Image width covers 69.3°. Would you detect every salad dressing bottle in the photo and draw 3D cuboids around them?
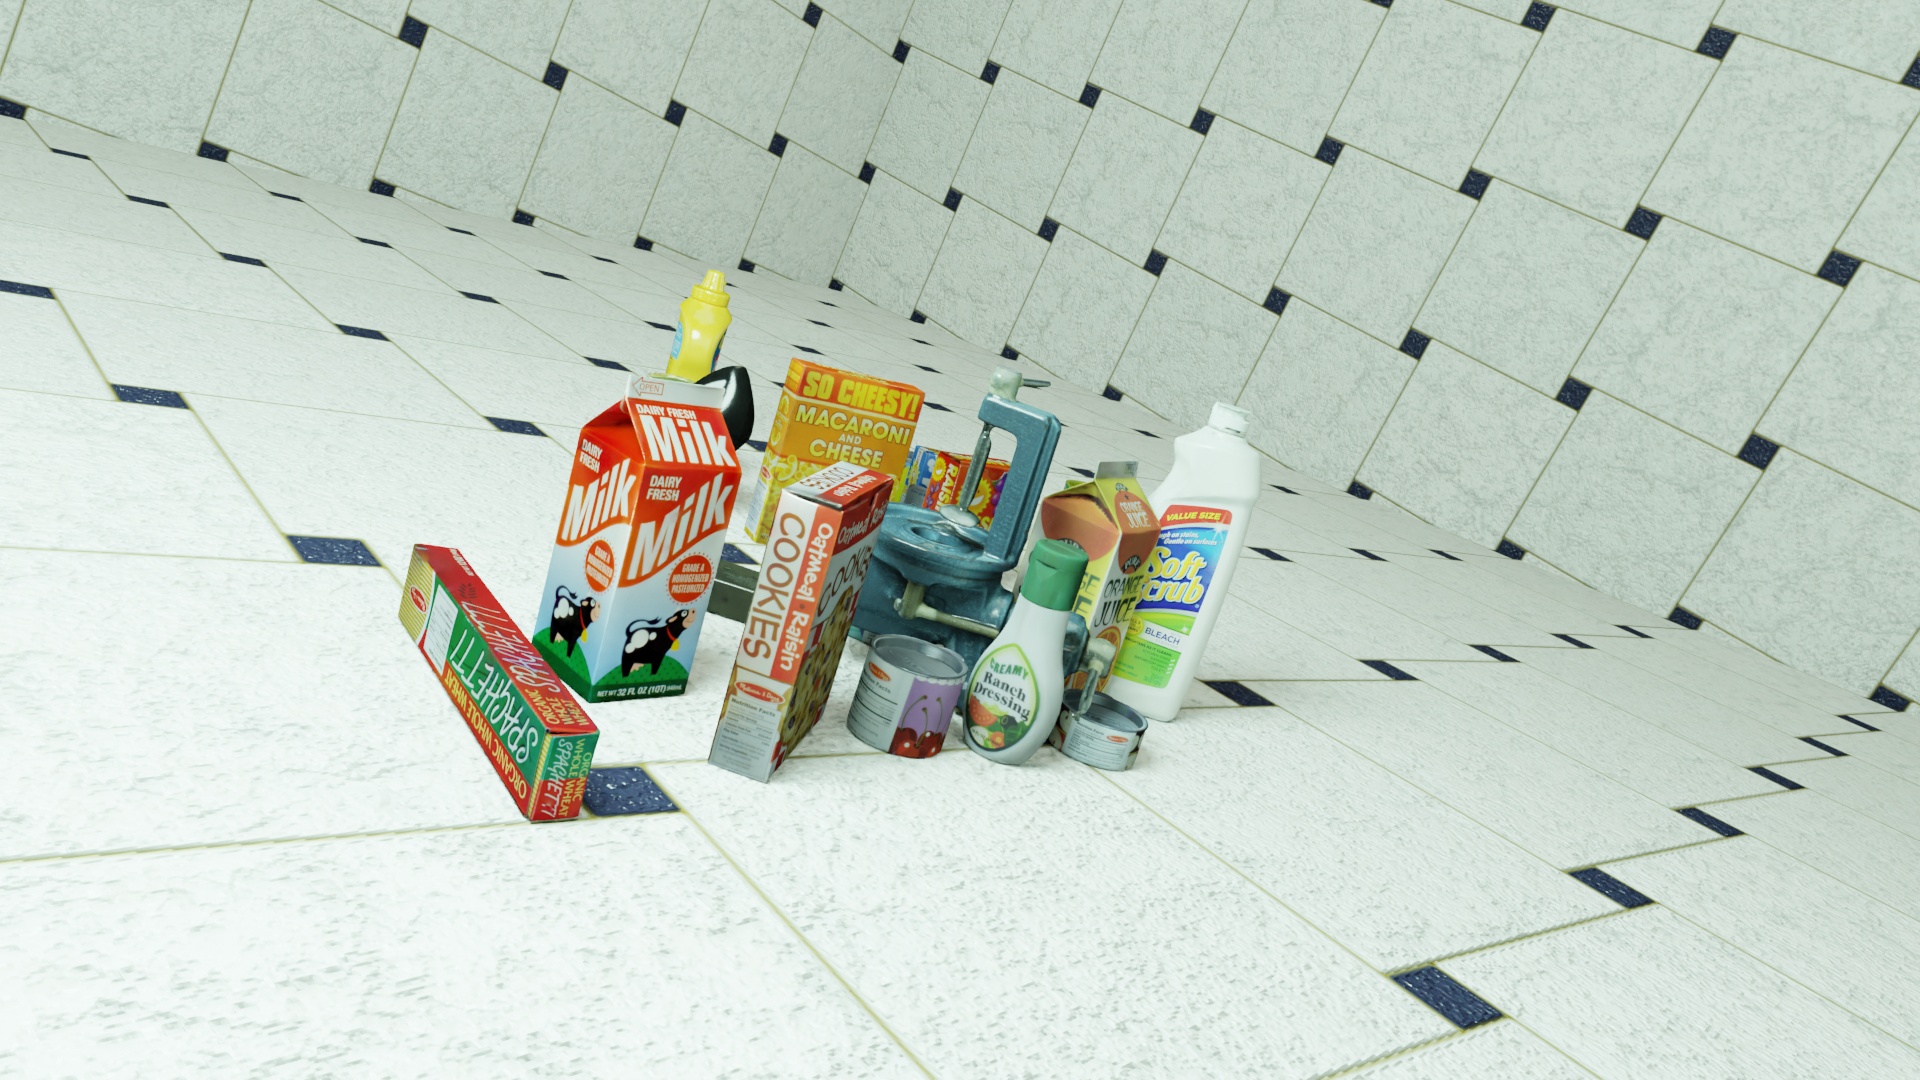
[{"bbox_3d":[0.045,0.073,0.916,0.064,0.147,0.044,25,14,29],"label":"salad dressing bottle"}]

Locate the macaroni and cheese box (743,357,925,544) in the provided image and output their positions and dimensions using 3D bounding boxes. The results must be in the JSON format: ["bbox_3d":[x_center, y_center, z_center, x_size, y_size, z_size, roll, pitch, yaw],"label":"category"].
[{"bbox_3d":[-0.115,-0.072,1.261,0.124,0.166,0.040,10,15,-29],"label":"macaroni and cheese box"}]

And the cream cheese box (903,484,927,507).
[{"bbox_3d":[-0.010,-0.015,1.411,0.104,0.053,0.024,19,13,8],"label":"cream cheese box"}]

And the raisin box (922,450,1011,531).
[{"bbox_3d":[0.005,-0.016,1.280,0.086,0.123,0.040,6,17,-40],"label":"raisin box"}]

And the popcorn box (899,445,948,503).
[{"bbox_3d":[0.002,-0.047,1.486,0.127,0.085,0.038,10,15,-28],"label":"popcorn box"}]

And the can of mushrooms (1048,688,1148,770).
[{"bbox_3d":[0.097,0.133,0.985,0.071,0.033,0.071,16,13,-4],"label":"can of mushrooms"}]

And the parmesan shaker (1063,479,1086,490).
[{"bbox_3d":[0.122,-0.004,1.422,0.071,0.102,0.071,17,13,-4],"label":"parmesan shaker"}]

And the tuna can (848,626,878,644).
[{"bbox_3d":[-0.066,0.057,1.092,0.071,0.032,0.071,16,13,-4],"label":"tuna can"}]

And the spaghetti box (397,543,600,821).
[{"bbox_3d":[-0.258,0.070,0.757,0.029,0.050,0.250,7,17,-39],"label":"spaghetti box"}]

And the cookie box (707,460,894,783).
[{"bbox_3d":[-0.091,0.043,0.822,0.040,0.167,0.123,19,13,6],"label":"cookie box"}]

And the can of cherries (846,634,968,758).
[{"bbox_3d":[-0.033,0.101,0.899,0.071,0.058,0.071,16,13,-4],"label":"can of cherries"}]

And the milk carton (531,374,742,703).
[{"bbox_3d":[-0.192,-0.005,0.838,0.073,0.190,0.072,28,16,39],"label":"milk carton"}]

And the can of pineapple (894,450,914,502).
[{"bbox_3d":[-0.056,-0.065,1.546,0.071,0.057,0.071,16,13,-4],"label":"can of pineapple"}]

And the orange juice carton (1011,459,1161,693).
[{"bbox_3d":[0.091,0.029,1.052,0.073,0.192,0.072,25,15,29],"label":"orange juice carton"}]
